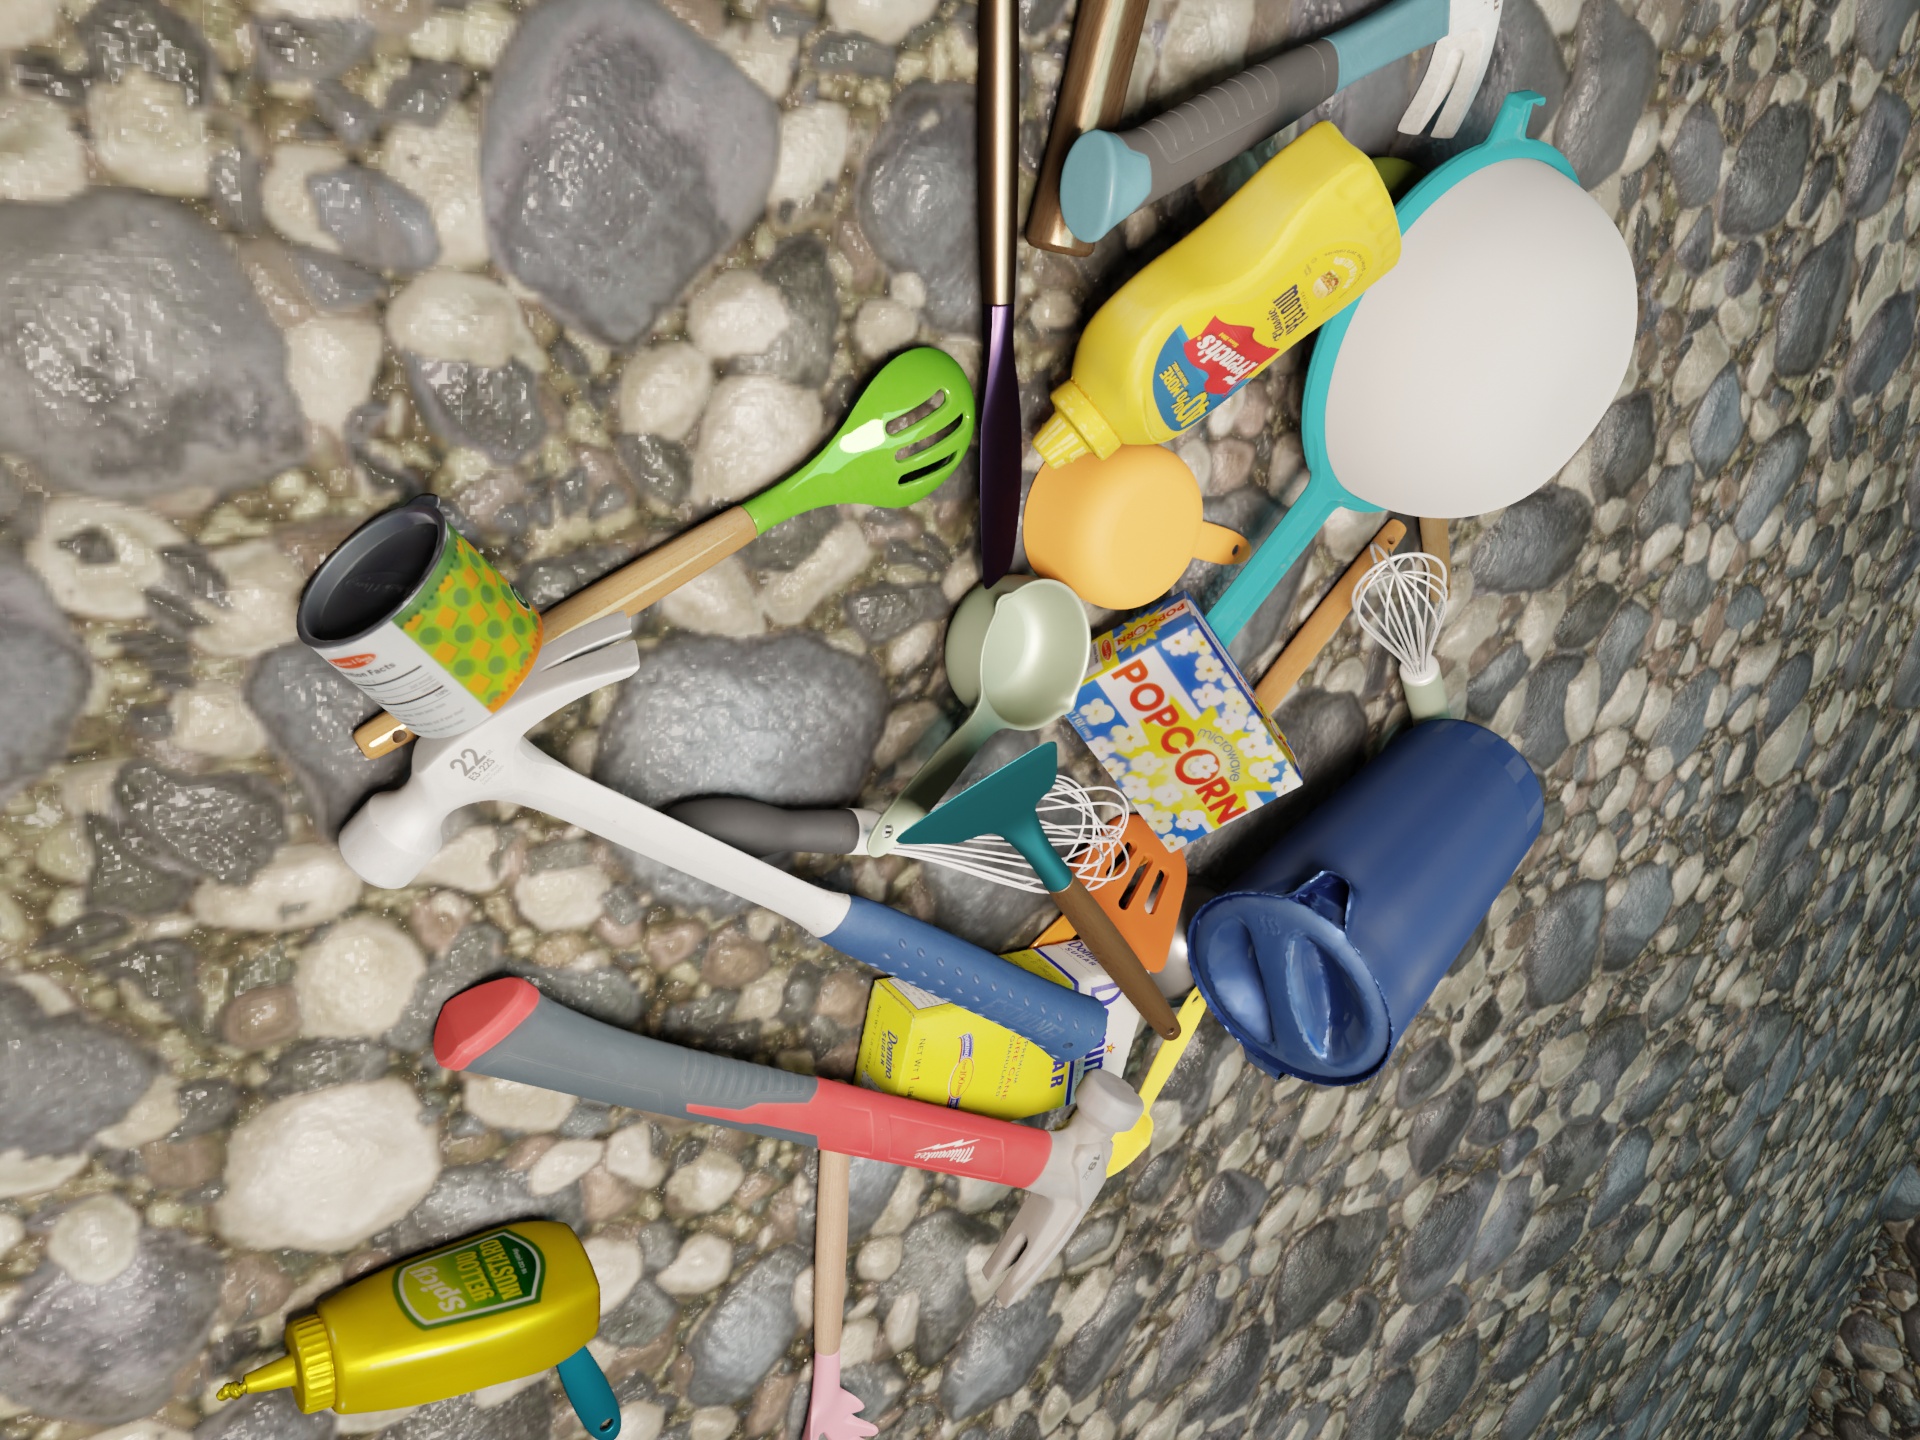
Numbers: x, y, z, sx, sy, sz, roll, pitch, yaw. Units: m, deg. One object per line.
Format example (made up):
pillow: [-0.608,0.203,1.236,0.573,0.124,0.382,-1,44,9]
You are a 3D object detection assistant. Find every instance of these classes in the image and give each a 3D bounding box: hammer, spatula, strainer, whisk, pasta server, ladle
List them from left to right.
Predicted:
hammer: [-0.080,0.206,0.788,0.386,0.038,0.143,23,103,-35]
hammer: [-0.062,0.083,0.726,0.144,0.035,0.405,-43,133,18]
pasta server: [-0.070,0.342,0.912,0.060,0.040,0.316,-23,125,-46]
whisk: [-0.023,0.055,0.795,0.284,0.070,0.070,5,108,-38]
spatula: [0.018,-0.213,0.708,0.060,0.018,0.315,-49,143,-58]
spatula: [0.062,0.102,0.813,0.082,0.044,0.317,-33,136,4]
hammer: [0.081,-0.368,0.679,0.130,0.031,0.331,-3,114,-40]
spatula: [0.174,0.001,0.942,0.081,0.041,0.322,41,78,-8]
strainer: [0.195,0.110,1.022,0.258,0.050,0.086,-32,117,-29]
hammer: [0.164,-0.308,0.757,0.331,0.033,0.128,-37,134,-30]
ladle: [0.261,-0.183,0.933,0.078,0.062,0.319,-48,142,-20]
whisk: [0.288,-0.037,1.003,0.058,0.059,0.246,-29,146,7]
strainer: [0.246,-0.137,0.837,0.340,0.095,0.210,-52,142,3]

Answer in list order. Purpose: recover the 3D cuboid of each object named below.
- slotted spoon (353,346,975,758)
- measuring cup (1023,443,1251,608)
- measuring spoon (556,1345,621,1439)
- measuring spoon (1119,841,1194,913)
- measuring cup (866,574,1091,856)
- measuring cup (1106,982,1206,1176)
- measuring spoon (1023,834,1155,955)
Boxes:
slotted spoon: [-0.110,-0.070,0.671,0.314,0.031,0.070,-34,133,-22]
measuring cup: [0.112,-0.096,0.830,0.173,0.052,0.095,8,106,-41]
measuring spoon: [-0.192,0.335,0.811,0.042,0.021,0.128,-31,127,-26]
measuring spoon: [0.127,0.076,0.965,0.034,0.018,0.124,34,81,-42]
measuring cup: [-0.001,-0.002,0.780,0.167,0.038,0.083,-50,131,-17]
measuring cup: [0.112,0.220,0.998,0.062,0.029,0.156,8,114,-43]
measuring spoon: [0.071,0.108,0.935,0.117,0.011,0.021,-43,136,-11]
